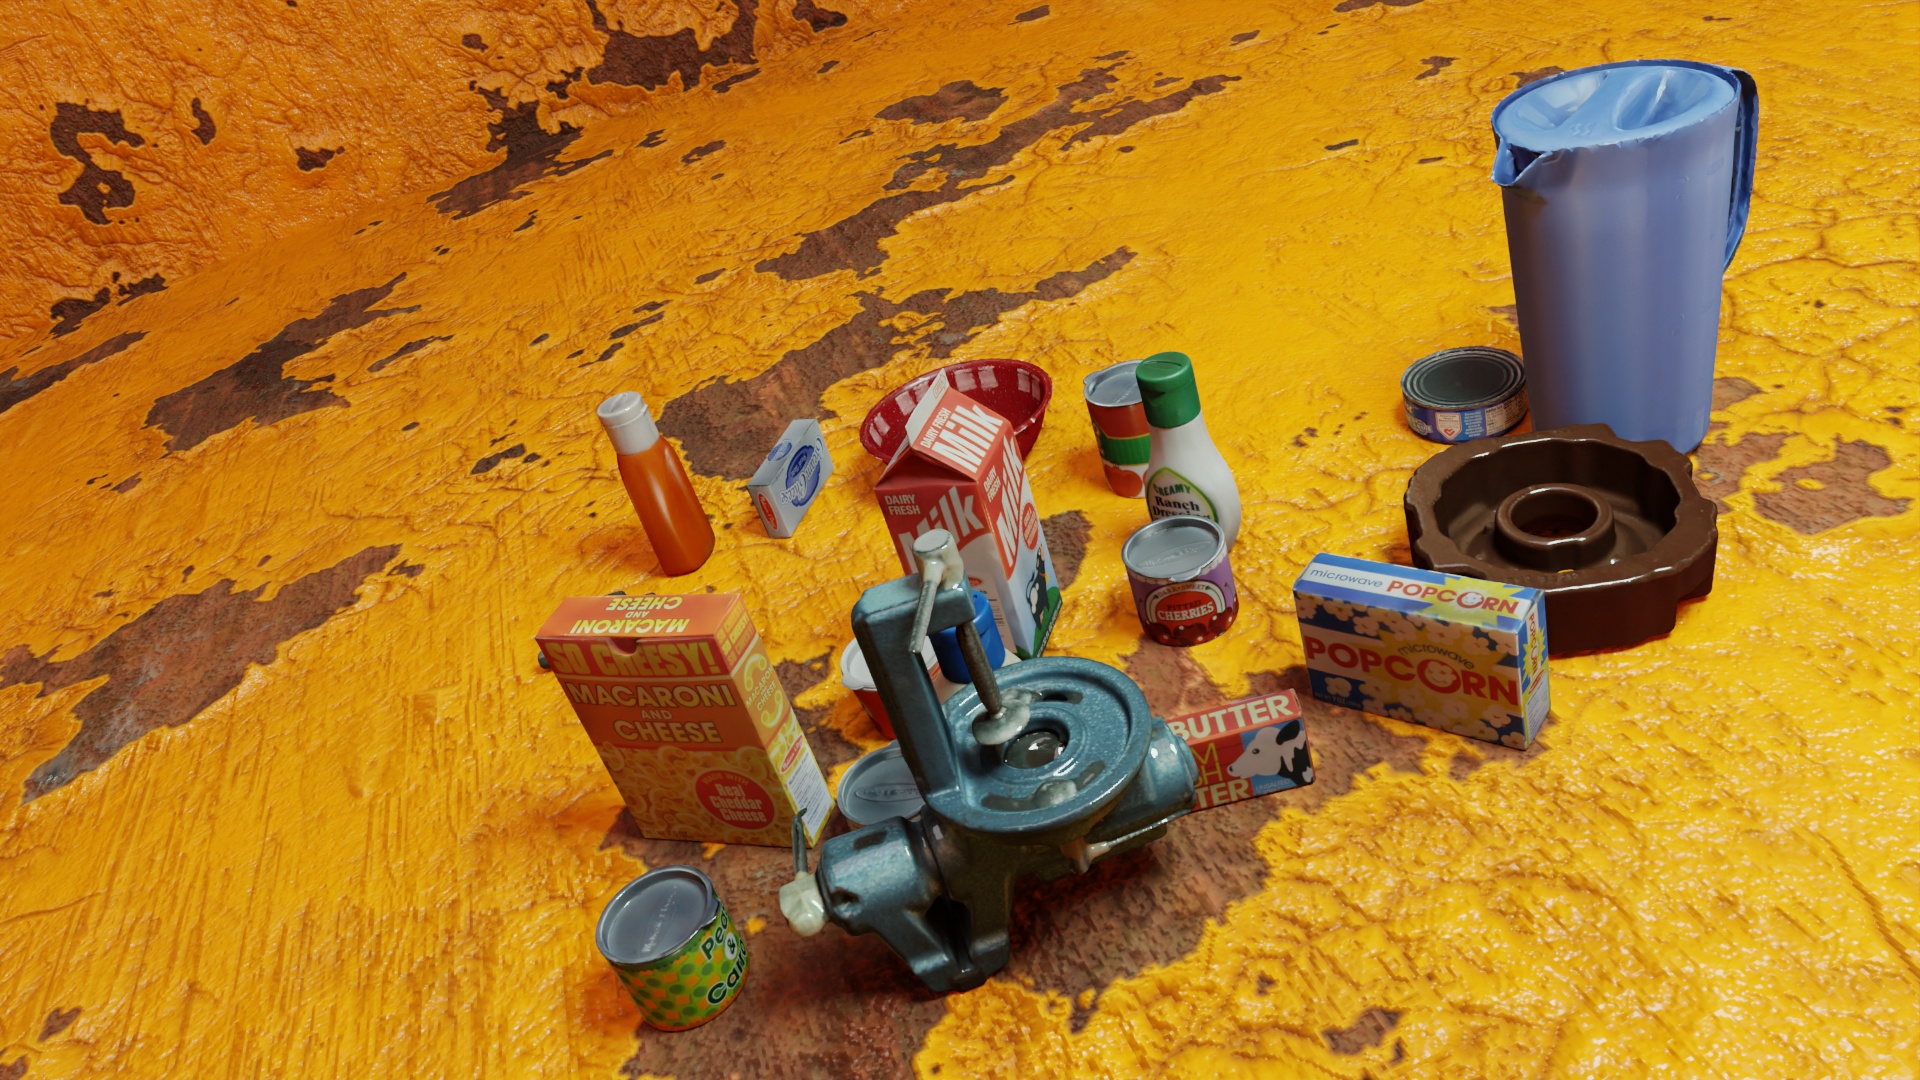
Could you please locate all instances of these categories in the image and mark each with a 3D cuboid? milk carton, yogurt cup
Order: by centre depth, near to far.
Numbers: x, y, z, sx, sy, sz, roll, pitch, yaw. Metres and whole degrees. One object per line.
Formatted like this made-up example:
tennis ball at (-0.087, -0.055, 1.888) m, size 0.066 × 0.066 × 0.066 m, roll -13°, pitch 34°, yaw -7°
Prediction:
yogurt cup at (-0.037, 0.090, 0.887) m, size 0.072 × 0.053 × 0.073 m, roll -13°, pitch 33°, yaw 9°
milk carton at (0.003, -0.011, 0.892) m, size 0.073 × 0.189 × 0.073 m, roll -3°, pitch 35°, yaw 24°

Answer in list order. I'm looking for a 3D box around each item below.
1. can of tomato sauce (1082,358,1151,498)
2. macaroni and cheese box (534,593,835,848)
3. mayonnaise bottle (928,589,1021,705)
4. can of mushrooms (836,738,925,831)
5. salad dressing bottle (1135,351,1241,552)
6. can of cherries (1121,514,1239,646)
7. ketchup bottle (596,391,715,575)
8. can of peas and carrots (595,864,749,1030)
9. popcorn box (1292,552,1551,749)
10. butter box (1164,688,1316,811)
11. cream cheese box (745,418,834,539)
can of tomato sauce at (0.131, -0.083, 1.036) m, size 0.071 × 0.082 × 0.071 m, roll -13°, pitch 33°, yaw 9°
macaroni and cheese box at (-0.159, 0.108, 0.816) m, size 0.123 × 0.165 × 0.040 m, roll -3°, pitch 36°, yaw 24°
mayonnaise bottle at (0.017, 0.095, 0.765) m, size 0.065 × 0.147 × 0.041 m, roll -32°, pitch 34°, yaw -20°
can of mushrooms at (-0.035, 0.151, 0.813) m, size 0.071 × 0.033 × 0.071 m, roll -13°, pitch 33°, yaw 9°
salad dressing bottle at (0.148, -0.054, 0.924) m, size 0.064 × 0.147 × 0.044 m, roll 11°, pitch 43°, yaw 38°
can of cherries at (0.141, 0.027, 0.889) m, size 0.071 × 0.058 × 0.072 m, roll -13°, pitch 33°, yaw 9°
ketchup bottle at (-0.242, -0.047, 1.107) m, size 0.043 × 0.148 × 0.065 m, roll -11°, pitch 33°, yaw 12°
can of peas and carrots at (-0.151, 0.219, 0.746) m, size 0.071 × 0.058 × 0.071 m, roll -13°, pitch 33°, yaw 9°
popcorn box at (0.251, 0.058, 0.762) m, size 0.127 × 0.085 × 0.038 m, roll 11°, pitch 43°, yaw 38°
butter box at (0.138, 0.119, 0.758) m, size 0.103 × 0.053 × 0.024 m, roll -15°, pitch 32°, yaw 6°
cream cheese box at (-0.140, -0.053, 1.153) m, size 0.024 × 0.053 × 0.104 m, roll -3°, pitch 35°, yaw 23°
